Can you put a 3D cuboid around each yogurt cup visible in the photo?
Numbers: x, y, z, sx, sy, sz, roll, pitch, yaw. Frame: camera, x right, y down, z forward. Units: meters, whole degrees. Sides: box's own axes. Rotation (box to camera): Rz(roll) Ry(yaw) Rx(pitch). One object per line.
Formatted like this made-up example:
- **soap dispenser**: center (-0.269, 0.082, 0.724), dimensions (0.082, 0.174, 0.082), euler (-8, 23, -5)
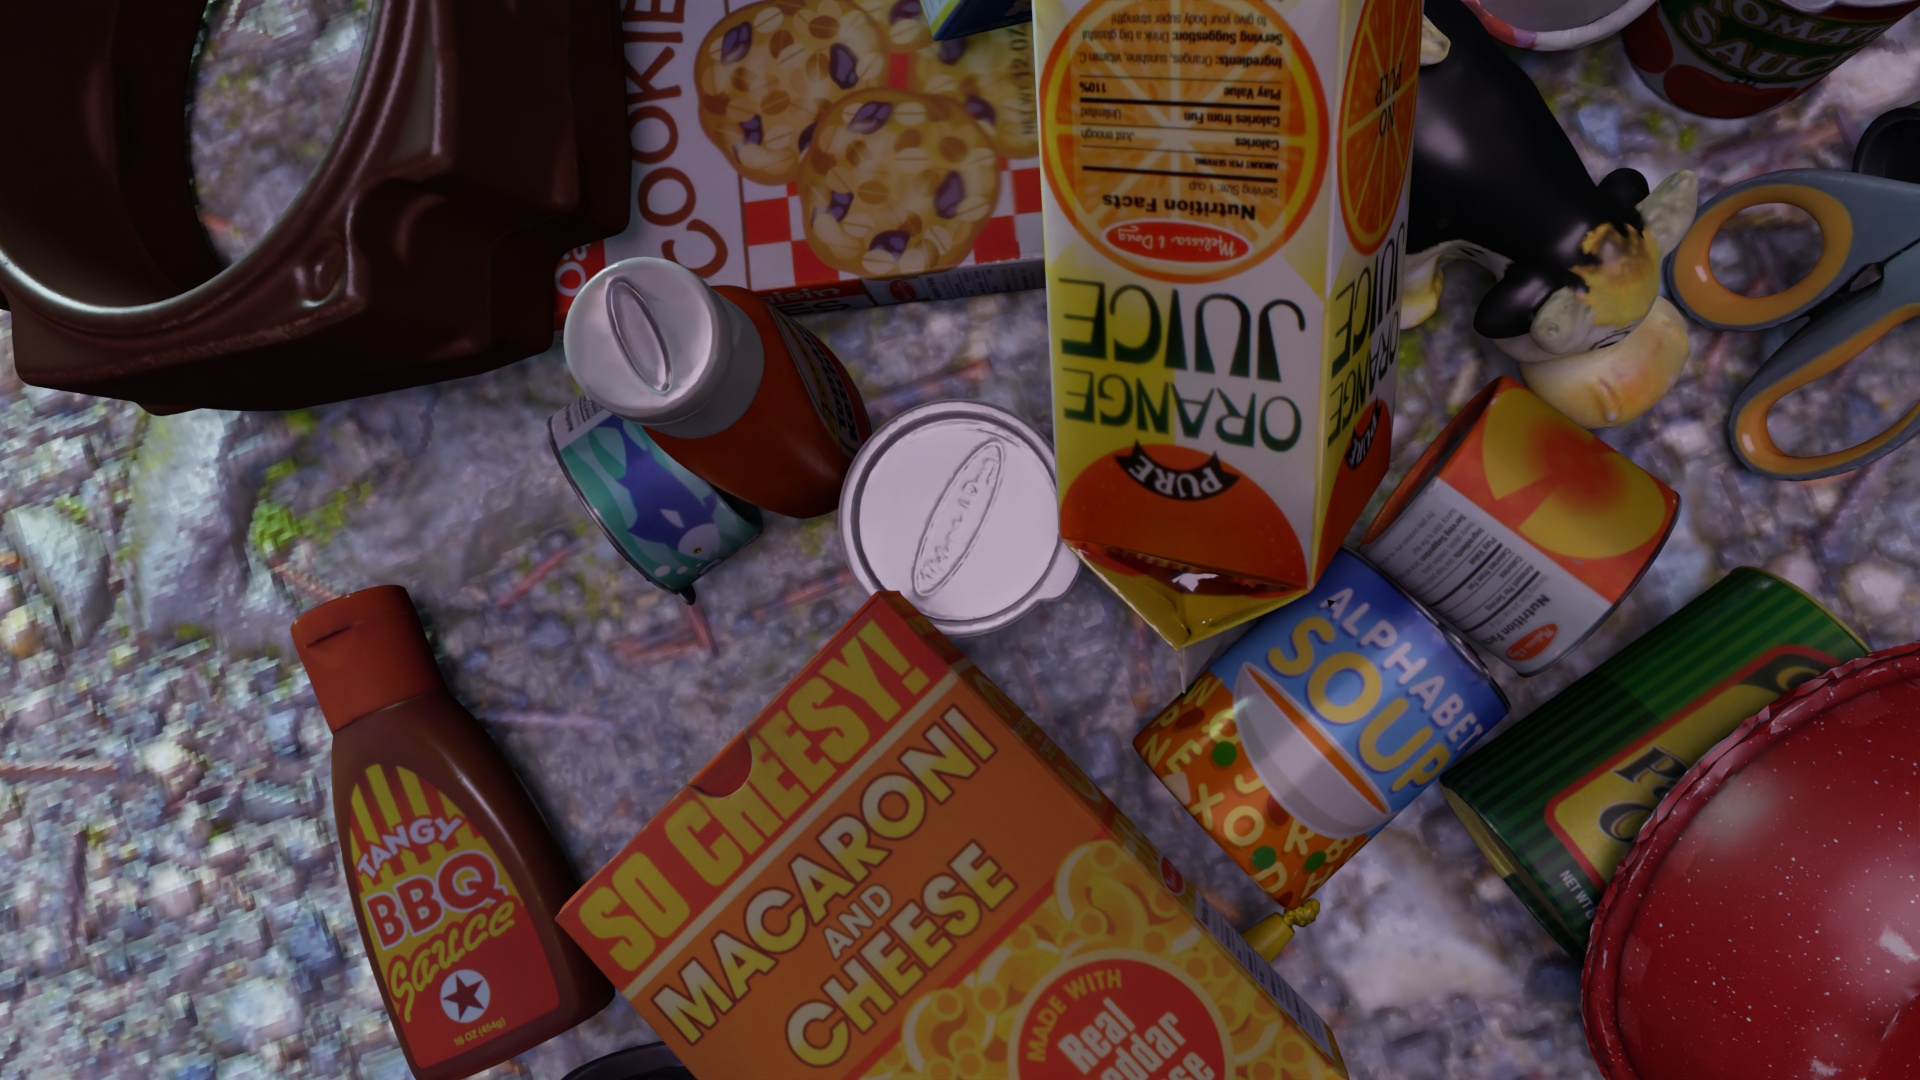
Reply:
- **yogurt cup**: center (0.001, -0.005, 0.416), dimensions (0.072, 0.054, 0.072), euler (0, 86, 6)

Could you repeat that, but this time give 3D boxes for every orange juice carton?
- **orange juice carton**: center (0.070, -0.056, 0.359), dimensions (0.073, 0.072, 0.191), euler (11, 123, 27)

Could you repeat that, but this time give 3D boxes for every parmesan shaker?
- **parmesan shaker**: center (0.197, 0.066, 0.385), dimensions (0.103, 0.071, 0.071), euler (-36, 84, 3)

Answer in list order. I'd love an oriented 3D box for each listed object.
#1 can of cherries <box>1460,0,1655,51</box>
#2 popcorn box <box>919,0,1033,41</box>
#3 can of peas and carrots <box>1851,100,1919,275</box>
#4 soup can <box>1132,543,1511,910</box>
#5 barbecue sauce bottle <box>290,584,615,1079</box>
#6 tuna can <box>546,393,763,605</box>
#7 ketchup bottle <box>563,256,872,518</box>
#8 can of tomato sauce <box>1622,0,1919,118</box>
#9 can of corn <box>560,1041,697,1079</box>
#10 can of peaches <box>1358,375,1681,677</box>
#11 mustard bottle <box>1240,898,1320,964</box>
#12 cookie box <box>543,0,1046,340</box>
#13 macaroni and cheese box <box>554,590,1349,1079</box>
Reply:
- **can of cherries**: center (0.162, -0.179, 0.391), dimensions (0.071, 0.059, 0.071), euler (3, 123, 4)
- **popcorn box**: center (0.055, -0.185, 0.382), dimensions (0.127, 0.085, 0.038), euler (-22, 91, -23)
- **can of peas and carrots**: center (0.296, -0.099, 0.382), dimensions (0.059, 0.071, 0.071), euler (-24, 84, 4)
- **soup can**: center (0.101, 0.053, 0.392), dimensions (0.084, 0.071, 0.071), euler (-44, 83, 2)
- **barbecue sauce bottle**: center (-0.164, 0.088, 0.433), dimensions (0.065, 0.043, 0.148), euler (-25, 84, 6)
- **tuna can**: center (-0.090, -0.017, 0.421), dimensions (0.033, 0.071, 0.071), euler (-35, 84, 3)
- **ketchup bottle**: center (-0.061, -0.041, 0.377), dimensions (0.043, 0.149, 0.065), euler (-26, 84, 6)
- **can of tomato sauce**: center (0.231, -0.161, 0.386), dimensions (0.071, 0.083, 0.071), euler (0, 87, 6)
- **can of corn**: center (-0.081, 0.185, 0.408), dimensions (0.071, 0.071, 0.058), euler (-5, 87, 6)
- **can of peaches**: center (0.157, -0.006, 0.395), dimensions (0.058, 0.071, 0.071), euler (37, 91, 7)
- **mustard bottle**: center (0.041, 0.155, 0.404), dimensions (0.160, 0.049, 0.065), euler (-42, 85, 2)
- **cookie box**: center (-0.056, -0.134, 0.438), dimensions (0.167, 0.040, 0.123), euler (-6, 85, 5)
- **macaroni and cheese box**: center (-0.004, 0.113, 0.363), dimensions (0.123, 0.040, 0.166), euler (-45, 83, 4)
